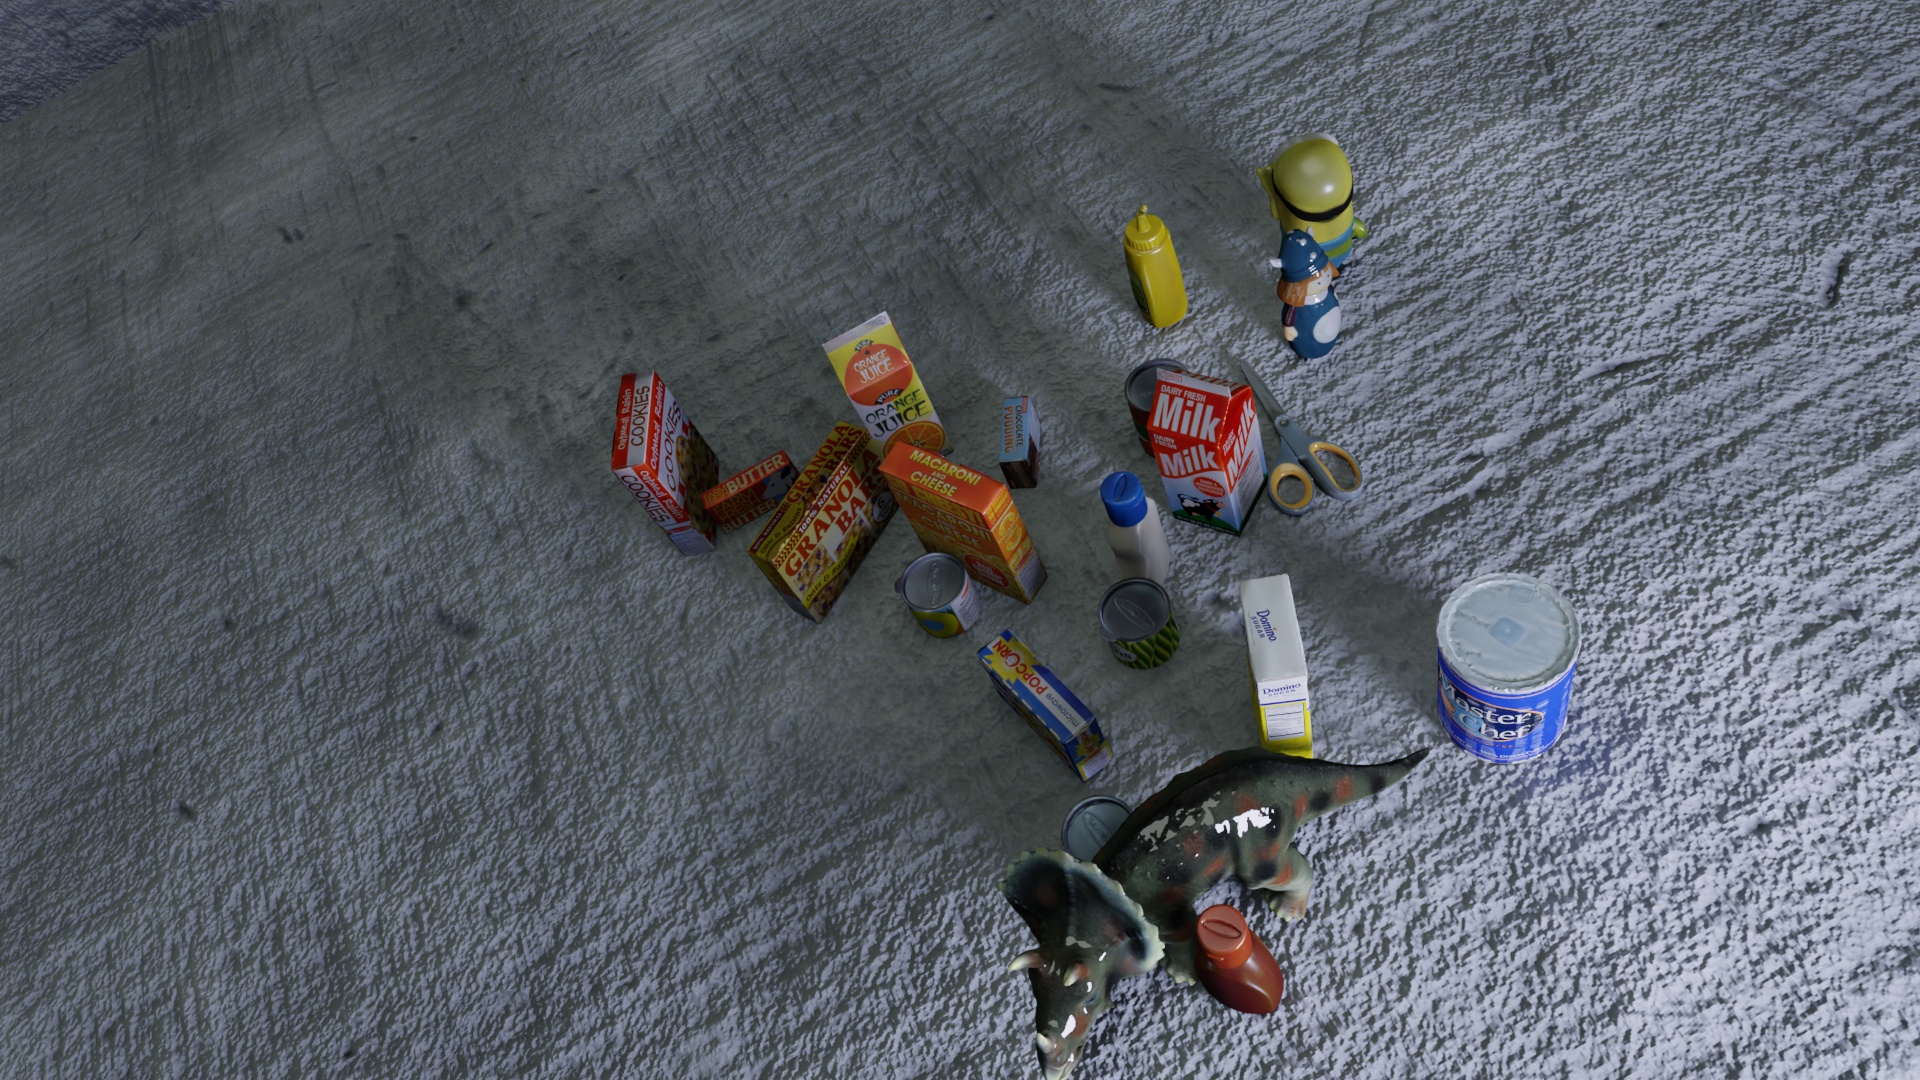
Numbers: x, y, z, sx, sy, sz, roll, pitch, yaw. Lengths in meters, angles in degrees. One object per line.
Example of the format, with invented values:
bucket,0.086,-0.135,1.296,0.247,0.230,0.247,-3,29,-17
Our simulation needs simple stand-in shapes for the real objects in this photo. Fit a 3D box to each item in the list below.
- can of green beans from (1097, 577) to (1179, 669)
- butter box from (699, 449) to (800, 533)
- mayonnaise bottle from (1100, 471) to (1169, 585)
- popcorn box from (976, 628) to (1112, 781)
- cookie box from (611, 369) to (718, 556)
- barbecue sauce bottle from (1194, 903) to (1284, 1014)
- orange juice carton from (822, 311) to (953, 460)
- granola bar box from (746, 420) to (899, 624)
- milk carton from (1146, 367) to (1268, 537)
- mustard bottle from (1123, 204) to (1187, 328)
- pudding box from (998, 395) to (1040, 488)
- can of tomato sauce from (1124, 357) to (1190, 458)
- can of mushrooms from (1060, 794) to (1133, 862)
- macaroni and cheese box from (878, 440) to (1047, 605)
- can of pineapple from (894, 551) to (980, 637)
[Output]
can of green beans,0.162,0.076,1.262,0.071,0.057,0.071,-9,56,13
butter box,-0.220,-0.051,1.478,0.103,0.053,0.024,-29,54,-1
mayonnaise bottle,0.158,-0.008,1.263,0.041,0.147,0.065,9,62,24
popcorn box,0.075,0.146,1.229,0.038,0.085,0.127,-40,55,-9
cookie box,-0.307,-0.079,1.455,0.040,0.166,0.123,-12,55,11
barbecue sauce bottle,0.204,0.312,1.037,0.065,0.148,0.044,13,63,26
orange juice carton,-0.076,-0.154,1.411,0.072,0.192,0.073,-26,54,1
granola bar box,-0.131,-0.018,1.382,0.039,0.123,0.166,21,67,29
milk carton,0.225,-0.090,1.268,0.072,0.189,0.074,19,66,28
mustard bottle,0.196,-0.288,1.428,0.049,0.159,0.065,-27,54,1
pudding box,0.061,-0.101,1.418,0.030,0.049,0.084,-5,57,16
can of tomato sauce,0.202,-0.127,1.367,0.071,0.082,0.071,-9,56,13
can of mushrooms,0.119,0.253,1.175,0.071,0.033,0.071,-9,56,13
macaroni and cheese box,0.005,-0.016,1.309,0.124,0.165,0.040,24,69,30
can of pineapple,-0.020,0.052,1.339,0.071,0.057,0.071,-9,56,13
